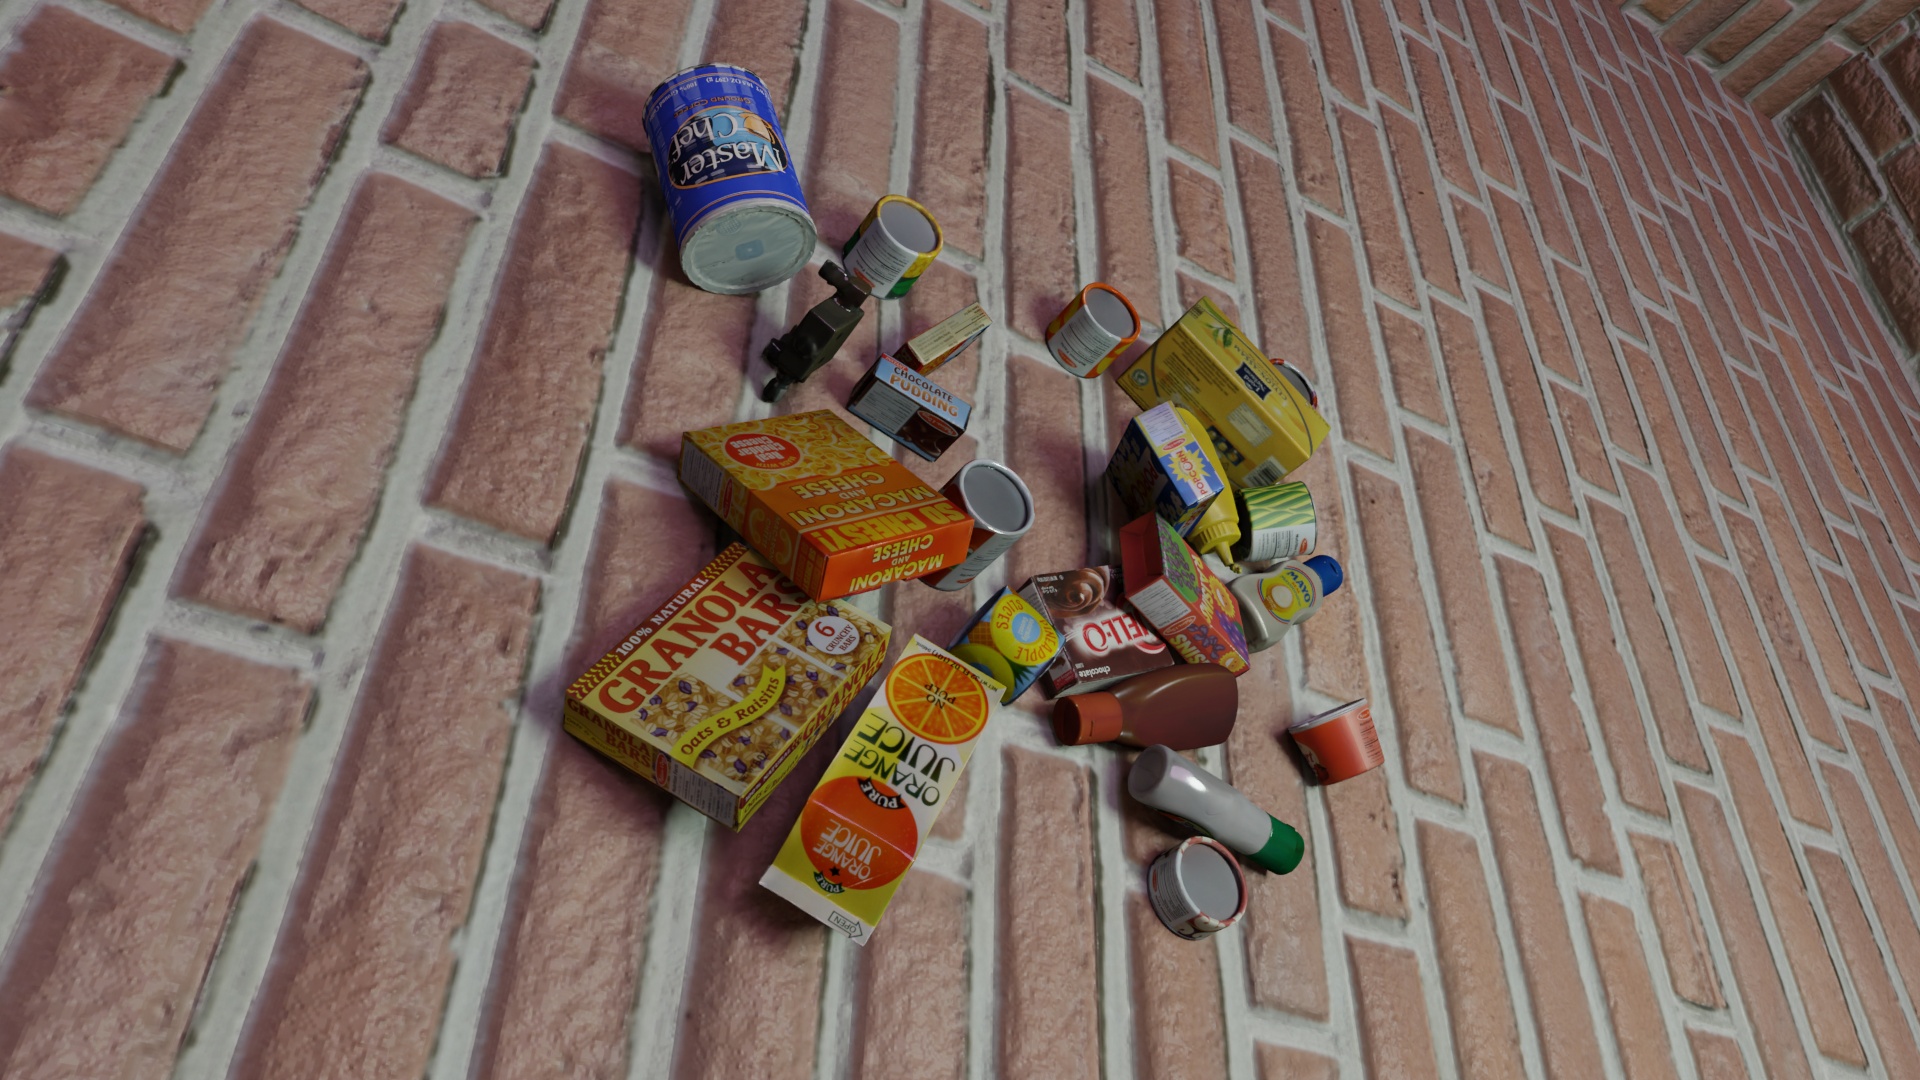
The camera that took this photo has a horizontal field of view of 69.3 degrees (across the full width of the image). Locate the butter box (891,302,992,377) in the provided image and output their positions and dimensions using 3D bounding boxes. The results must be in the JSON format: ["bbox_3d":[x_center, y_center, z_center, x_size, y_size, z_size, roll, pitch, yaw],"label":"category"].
[{"bbox_3d":[-0.022,-0.154,1.117,0.024,0.053,0.104,51,44,0],"label":"butter box"}]

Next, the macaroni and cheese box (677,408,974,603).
[{"bbox_3d":[-0.091,-0.027,0.926,0.124,0.040,0.167,-15,40,-40],"label":"macaroni and cheese box"}]

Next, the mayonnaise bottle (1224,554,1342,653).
[{"bbox_3d":[0.281,0.048,1.208,0.149,0.041,0.065,-21,76,-43],"label":"mayonnaise bottle"}]

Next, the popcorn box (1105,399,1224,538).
[{"bbox_3d":[0.164,-0.050,1.133,0.038,0.126,0.085,-26,76,-11],"label":"popcorn box"}]

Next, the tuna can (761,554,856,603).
[{"bbox_3d":[-0.098,0.015,0.951,0.071,0.032,0.071,20,49,-25],"label":"tuna can"}]

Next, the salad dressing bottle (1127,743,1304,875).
[{"bbox_3d":[0.190,0.200,1.020,0.147,0.064,0.044,32,85,-23],"label":"salad dressing bottle"}]

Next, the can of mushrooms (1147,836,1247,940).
[{"bbox_3d":[0.171,0.246,0.987,0.071,0.033,0.071,20,49,-24],"label":"can of mushrooms"}]

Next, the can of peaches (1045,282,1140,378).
[{"bbox_3d":[0.120,-0.190,1.247,0.071,0.057,0.071,19,50,-25],"label":"can of peaches"}]

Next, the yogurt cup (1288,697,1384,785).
[{"bbox_3d":[0.309,0.165,1.130,0.072,0.072,0.054,-14,77,-42],"label":"yogurt cup"}]

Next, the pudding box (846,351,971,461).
[{"bbox_3d":[-0.039,-0.101,1.068,0.083,0.049,0.030,31,48,-15],"label":"pudding box"}]

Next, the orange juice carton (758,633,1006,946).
[{"bbox_3d":[-0.048,0.154,0.850,0.072,0.072,0.194,30,44,3],"label":"orange juice carton"}]

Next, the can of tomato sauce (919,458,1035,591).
[{"bbox_3d":[0.004,-0.013,1.012,0.071,0.082,0.071,20,50,-26],"label":"can of tomato sauce"}]

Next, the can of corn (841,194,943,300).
[{"bbox_3d":[-0.055,-0.245,1.154,0.071,0.058,0.071,20,50,-25],"label":"can of corn"}]

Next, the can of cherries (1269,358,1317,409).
[{"bbox_3d":[0.301,-0.132,1.342,0.071,0.058,0.072,20,49,-25],"label":"can of cherries"}]

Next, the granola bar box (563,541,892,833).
[{"bbox_3d":[-0.137,0.083,0.839,0.124,0.038,0.166,28,42,14],"label":"granola bar box"}]

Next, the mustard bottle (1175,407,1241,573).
[{"bbox_3d":[0.205,-0.039,1.209,0.065,0.048,0.161,1,60,-43],"label":"mustard bottle"}]

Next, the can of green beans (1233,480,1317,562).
[{"bbox_3d":[0.274,-0.016,1.219,0.058,0.071,0.071,-7,59,-4],"label":"can of green beans"}]

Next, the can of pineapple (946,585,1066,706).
[{"bbox_3d":[0.033,0.073,0.981,0.058,0.070,0.071,43,44,-3],"label":"can of pineapple"}]

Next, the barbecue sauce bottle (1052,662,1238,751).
[{"bbox_3d":[0.139,0.127,1.033,0.149,0.044,0.064,-2,104,-33],"label":"barbecue sauce bottle"}]

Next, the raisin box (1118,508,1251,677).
[{"bbox_3d":[0.176,0.047,1.097,0.123,0.040,0.086,44,26,-27],"label":"raisin box"}]
